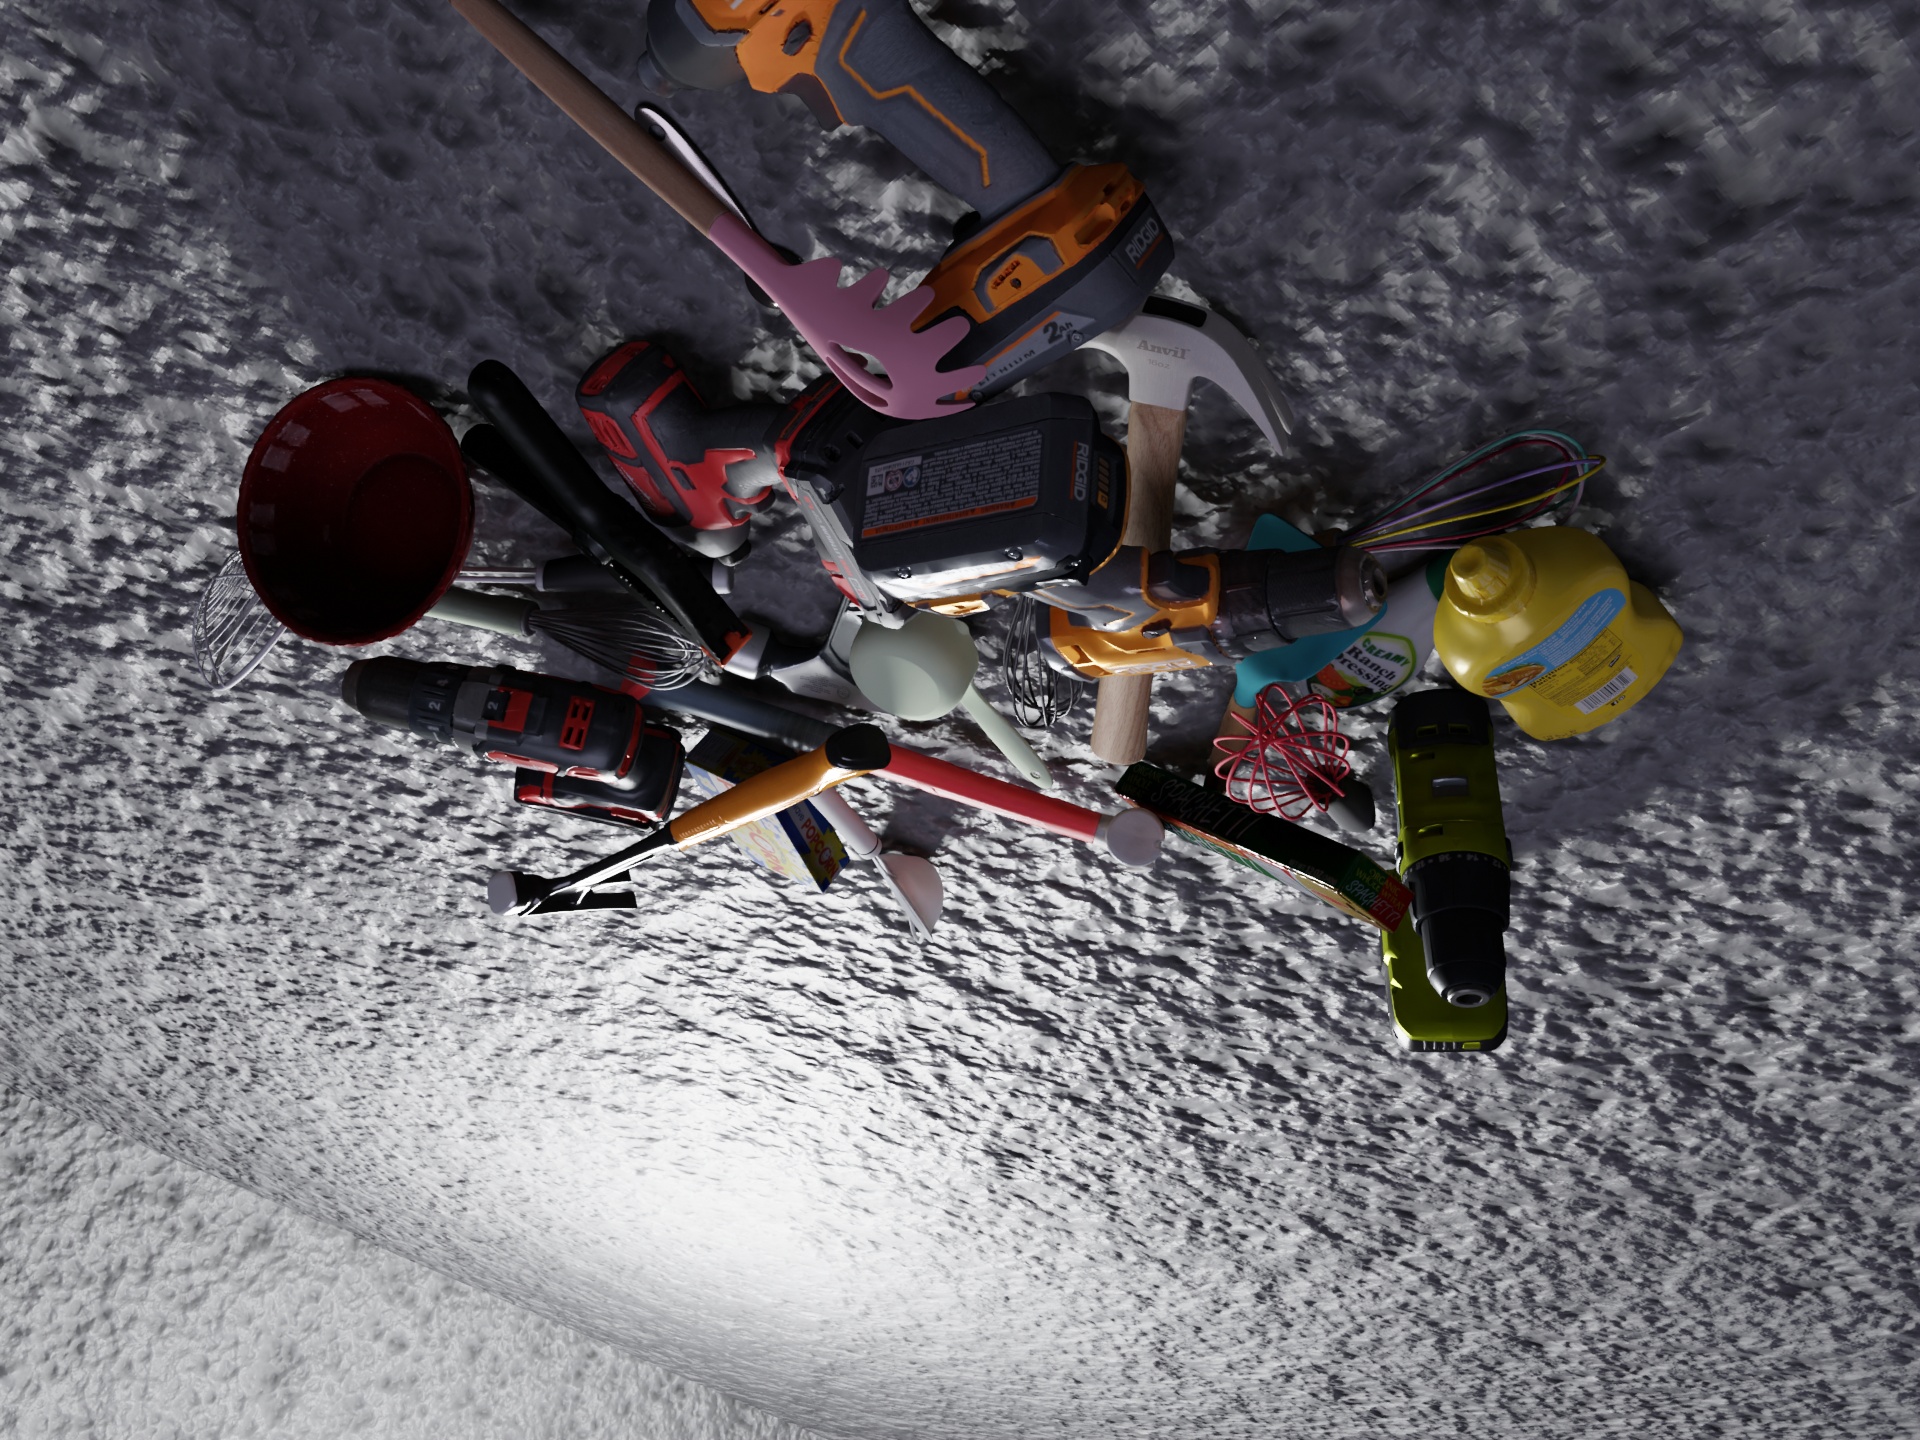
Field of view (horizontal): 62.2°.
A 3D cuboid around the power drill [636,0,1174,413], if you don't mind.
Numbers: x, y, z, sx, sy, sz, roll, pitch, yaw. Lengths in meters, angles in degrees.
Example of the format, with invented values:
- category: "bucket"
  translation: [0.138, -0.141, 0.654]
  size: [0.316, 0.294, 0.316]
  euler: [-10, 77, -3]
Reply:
- category: "power drill"
  translation: [-0.032, -0.249, 0.679]
  size: [0.164, 0.084, 0.226]
  euler: [-22, 115, 41]

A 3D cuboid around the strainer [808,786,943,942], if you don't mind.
- category: "strainer"
  translation: [-0.063, 0.096, 1.183]
  size: [0.050, 0.087, 0.258]
  euler: [-39, 141, -3]

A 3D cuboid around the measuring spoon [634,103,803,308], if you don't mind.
- category: "measuring spoon"
  translation: [-0.120, -0.250, 0.786]
  size: [0.034, 0.018, 0.124]
  euler: [-14, 134, 34]

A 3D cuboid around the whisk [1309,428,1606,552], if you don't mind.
- category: "whisk"
  translation: [0.219, -0.099, 0.844]
  size: [0.245, 0.047, 0.051]
  euler: [-17, 134, 41]

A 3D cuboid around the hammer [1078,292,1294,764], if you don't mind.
- category: "hammer"
  translation: [0.102, -0.088, 0.881]
  size: [0.130, 0.031, 0.331]
  euler: [15, 141, 13]

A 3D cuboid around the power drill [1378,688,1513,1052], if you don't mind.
- category: "power drill"
  translation: [0.301, 0.117, 0.980]
  size: [0.080, 0.191, 0.228]
  euler: [-4, 145, 13]

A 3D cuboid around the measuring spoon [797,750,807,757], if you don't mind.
- category: "measuring spoon"
  translation: [-0.110, 0.042, 1.181]
  size: [0.021, 0.011, 0.116]
  euler: [16, 141, 6]

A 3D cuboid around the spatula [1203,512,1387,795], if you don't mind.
- category: "spatula"
  translation: [0.176, -0.011, 0.950]
  size: [0.082, 0.044, 0.317]
  euler: [40, 163, 16]

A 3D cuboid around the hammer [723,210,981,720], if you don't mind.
- category: "hammer"
  translation: [-0.029, -0.125, 0.905]
  size: [0.149, 0.036, 0.408]
  euler: [19, 144, -7]

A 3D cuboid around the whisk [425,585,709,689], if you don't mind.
- category: "whisk"
  translation: [-0.281, -0.067, 1.068]
  size: [0.246, 0.059, 0.057]
  euler: [12, 174, 13]

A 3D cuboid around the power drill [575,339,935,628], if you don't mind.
- category: "power drill"
  translation: [-0.101, -0.126, 0.848]
  size: [0.220, 0.078, 0.143]
  euler: [18, 149, 40]

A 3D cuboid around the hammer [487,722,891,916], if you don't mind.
- category: "hammer"
  translation: [-0.174, 0.073, 1.089]
  size: [0.337, 0.034, 0.127]
  euler: [-24, 163, 34]

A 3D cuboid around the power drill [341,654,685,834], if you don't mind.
- category: "power drill"
  translation: [-0.289, 0.011, 1.069]
  size: [0.188, 0.080, 0.226]
  euler: [11, 169, 5]

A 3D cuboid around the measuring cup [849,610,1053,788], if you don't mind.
- category: "measuring cup"
  translation: [-0.002, -0.003, 0.975]
  size: [0.083, 0.038, 0.167]
  euler: [-22, 121, 43]

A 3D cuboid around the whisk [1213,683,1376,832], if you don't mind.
- category: "whisk"
  translation: [0.209, 0.035, 0.931]
  size: [0.073, 0.073, 0.295]
  euler: [-3, 168, 24]

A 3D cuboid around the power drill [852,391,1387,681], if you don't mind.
- category: "power drill"
  translation: [0.082, -0.077, 0.759]
  size: [0.185, 0.084, 0.226]
  euler: [-6, 163, 36]

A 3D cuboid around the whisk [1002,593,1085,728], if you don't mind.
- category: "whisk"
  translation: [0.047, -0.081, 0.930]
  size: [0.055, 0.055, 0.238]
  euler: [7, 139, 11]

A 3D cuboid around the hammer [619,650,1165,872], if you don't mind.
- category: "hammer"
  translation: [-0.049, 0.029, 1.097]
  size: [0.386, 0.038, 0.143]
  euler: [18, 174, 7]

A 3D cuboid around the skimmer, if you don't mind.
- category: "skimmer"
  translation: [-0.324, -0.074, 1.037]
  size: [0.363, 0.127, 0.090]
  euler: [1, 138, 4]

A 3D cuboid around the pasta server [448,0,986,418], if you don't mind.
- category: "pasta server"
  translation: [-0.117, -0.235, 0.691]
  size: [0.316, 0.040, 0.060]
  euler: [43, 151, 11]
